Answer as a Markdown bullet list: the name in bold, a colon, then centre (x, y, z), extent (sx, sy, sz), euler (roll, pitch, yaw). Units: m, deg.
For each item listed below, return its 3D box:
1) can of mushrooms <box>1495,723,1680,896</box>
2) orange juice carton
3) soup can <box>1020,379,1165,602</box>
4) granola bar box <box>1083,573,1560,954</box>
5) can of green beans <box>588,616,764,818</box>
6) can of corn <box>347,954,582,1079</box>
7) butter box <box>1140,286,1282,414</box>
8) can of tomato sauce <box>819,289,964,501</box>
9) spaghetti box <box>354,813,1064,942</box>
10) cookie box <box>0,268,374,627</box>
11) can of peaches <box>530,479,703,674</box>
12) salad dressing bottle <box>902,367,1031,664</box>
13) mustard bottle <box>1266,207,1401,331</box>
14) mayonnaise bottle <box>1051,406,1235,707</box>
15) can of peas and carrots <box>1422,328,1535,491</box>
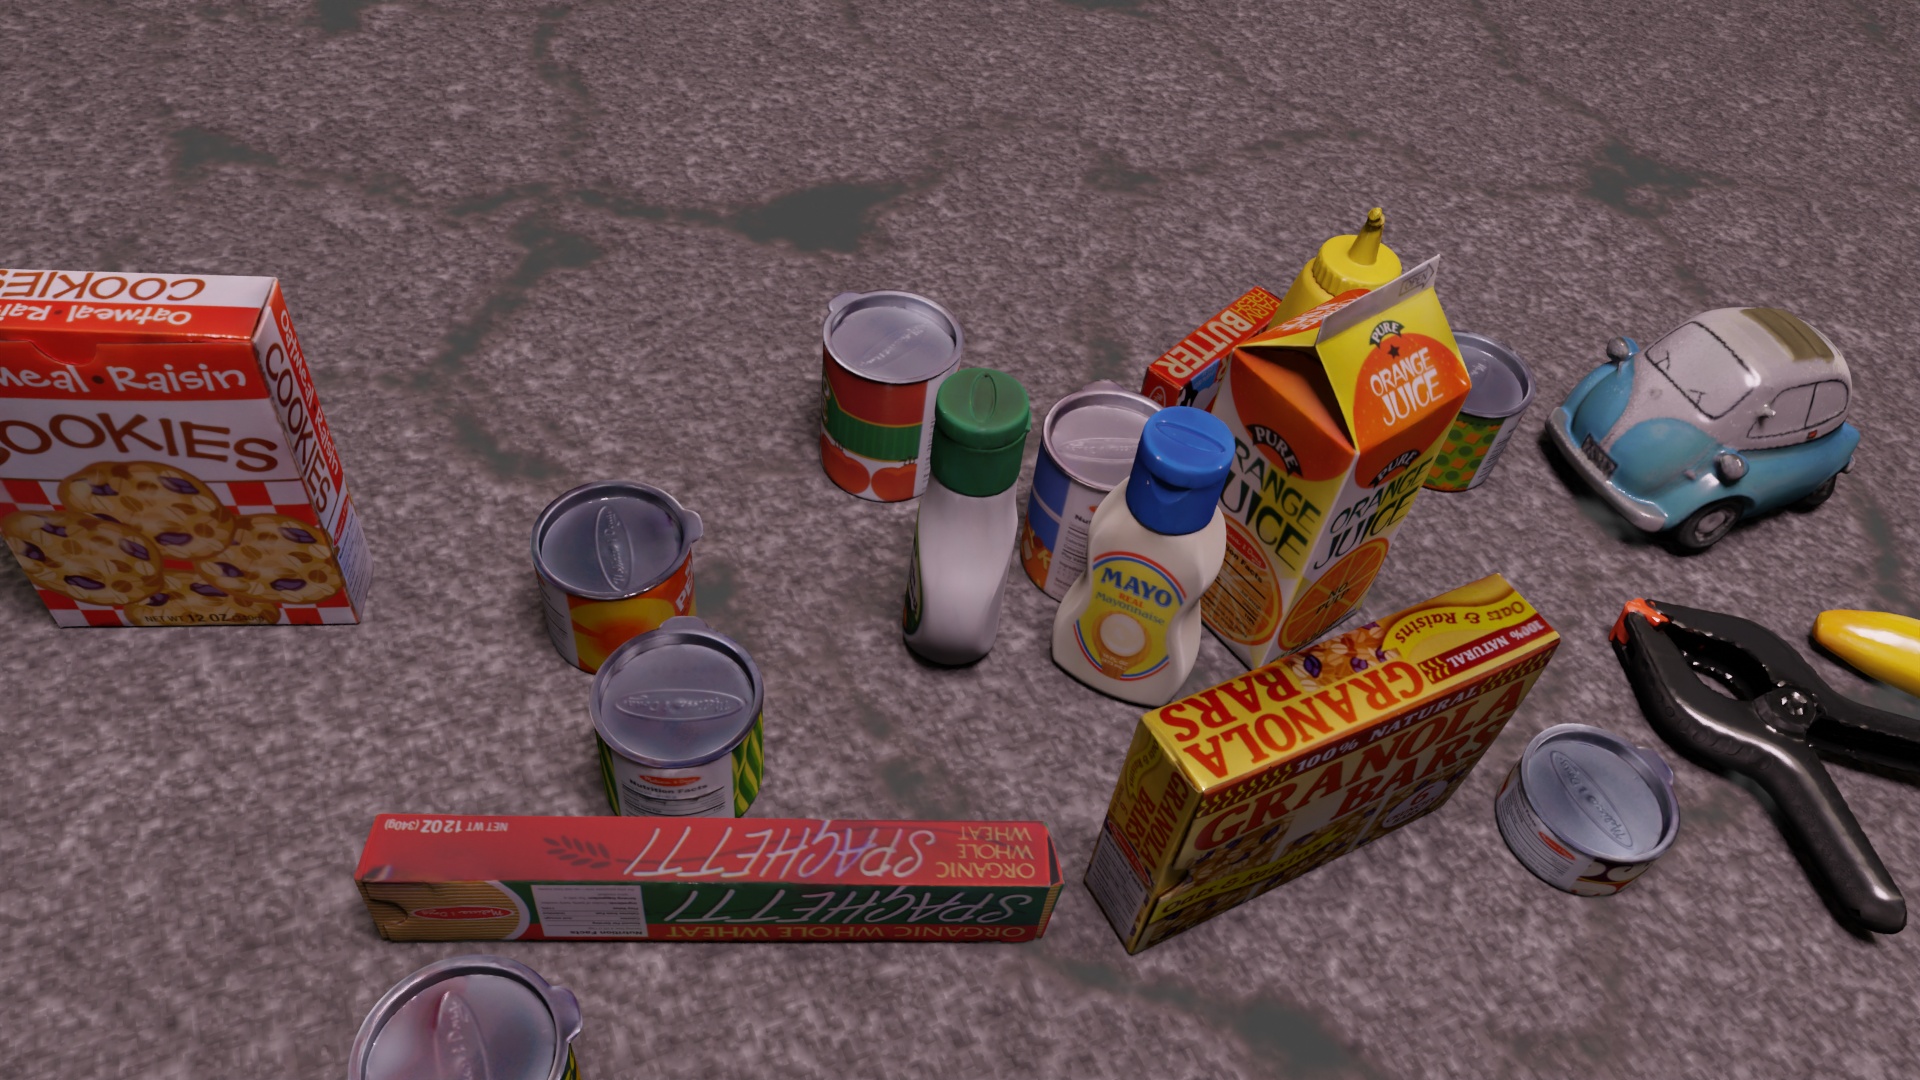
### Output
- **can of mushrooms**: centre (0.267, 0.114, 0.590), extent (0.071, 0.033, 0.071), euler (4, 49, -4)
- **orange juice carton**: centre (0.152, -0.035, 0.600), extent (0.072, 0.191, 0.073), euler (-27, 57, -27)
- **soup can**: centre (0.065, -0.021, 0.648), extent (0.071, 0.083, 0.072), euler (4, 49, -4)
- **granola bar box**: centre (0.136, 0.087, 0.536), extent (0.166, 0.123, 0.039), euler (-18, 54, -22)
- **can of green beans**: centre (-0.112, 0.077, 0.555), extent (0.071, 0.057, 0.071), euler (4, 49, -4)
- **can of corn**: centre (-0.158, 0.179, 0.459), extent (0.071, 0.058, 0.071), euler (4, 49, -4)
- **butter box**: centre (0.132, -0.090, 0.739), extent (0.024, 0.052, 0.104), euler (37, 54, 23)
- **can of tomato sauce**: centre (-0.037, -0.070, 0.678), extent (0.071, 0.082, 0.071), euler (4, 49, -4)
- **spaghetti box**: centre (-0.089, 0.127, 0.519), extent (0.250, 0.049, 0.029), euler (2, 49, -6)
- **cookie box**: centre (-0.317, -0.030, 0.549), extent (0.123, 0.166, 0.040), euler (0, 49, -8)
- **can of peaches**: centre (-0.147, 0.017, 0.604), extent (0.071, 0.057, 0.071), euler (4, 49, -4)
- **salad dressing bottle**: centre (0.002, -0.007, 0.585), extent (0.044, 0.146, 0.064), euler (7, 48, -1)
- **mustard bottle**: centre (0.183, -0.099, 0.682), extent (0.065, 0.159, 0.049), euler (6, 49, -2)
- **mayonnaise bottle**: centre (0.079, 0.009, 0.581), extent (0.065, 0.147, 0.041), euler (23, 50, 12)
- **can of peas and carrots**: centre (0.257, -0.069, 0.734), extent (0.071, 0.058, 0.071), euler (4, 49, -4)
